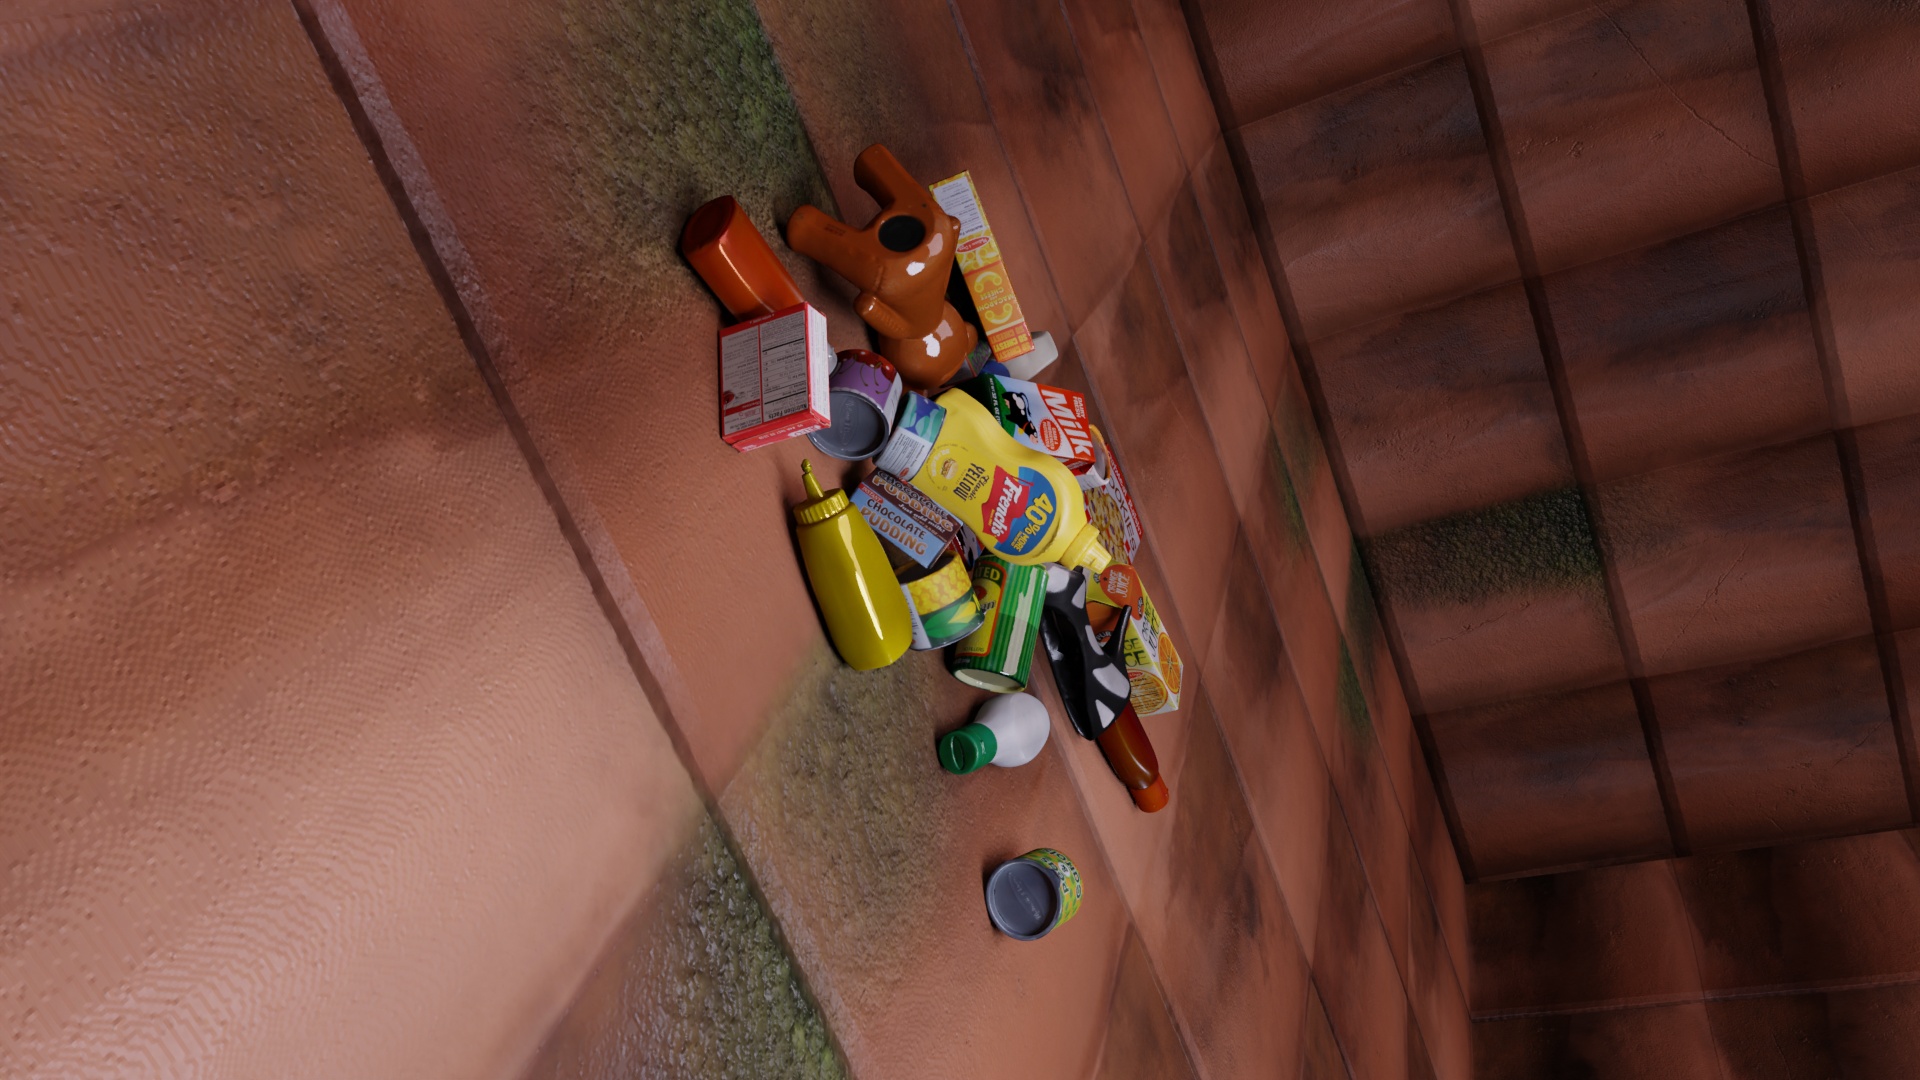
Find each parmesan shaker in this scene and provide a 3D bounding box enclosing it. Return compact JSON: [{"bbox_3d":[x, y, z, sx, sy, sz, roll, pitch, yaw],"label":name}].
[{"bbox_3d":[0.035,0.071,1.184,0.071,0.071,0.103,42,55,-51],"label":"parmesan shaker"}]

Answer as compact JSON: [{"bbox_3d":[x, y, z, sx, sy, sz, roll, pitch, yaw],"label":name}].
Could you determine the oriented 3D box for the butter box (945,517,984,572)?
[{"bbox_3d":[0.004,-0.016,1.251,0.053,0.024,0.104,67,26,-20],"label":"butter box"}]

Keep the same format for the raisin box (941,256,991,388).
[{"bbox_3d":[-0.014,-0.218,1.308,0.123,0.040,0.086,64,27,-22],"label":"raisin box"}]

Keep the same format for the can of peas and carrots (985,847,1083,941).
[{"bbox_3d":[0.064,0.289,1.147,0.059,0.071,0.071,6,71,-66],"label":"can of peas and carrots"}]

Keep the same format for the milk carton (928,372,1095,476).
[{"bbox_3d":[0.064,-0.102,1.314,0.191,0.073,0.072,3,72,-49],"label":"milk carton"}]

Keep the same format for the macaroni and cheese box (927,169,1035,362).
[{"bbox_3d":[0.019,-0.250,1.261,0.124,0.040,0.166,-87,155,-75],"label":"macaroni and cheese box"}]

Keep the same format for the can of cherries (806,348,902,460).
[{"bbox_3d":[-0.084,-0.105,1.062,0.071,0.071,0.059,58,29,-34],"label":"can of cherries"}]

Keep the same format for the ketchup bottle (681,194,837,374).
[{"bbox_3d":[-0.141,-0.174,1.002,0.148,0.043,0.065,53,29,-41],"label":"ketchup bottle"}]

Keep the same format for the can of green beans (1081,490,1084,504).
[{"bbox_3d":[0.090,-0.022,1.389,0.071,0.071,0.058,54,32,-40],"label":"can of green beans"}]

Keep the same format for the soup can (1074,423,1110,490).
[{"bbox_3d":[0.104,-0.082,1.433,0.071,0.083,0.071,44,38,-49],"label":"soup can"}]

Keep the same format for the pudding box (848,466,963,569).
[{"bbox_3d":[-0.044,-0.020,1.093,0.084,0.030,0.050,37,26,1],"label":"pudding box"}]

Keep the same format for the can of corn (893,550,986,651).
[{"bbox_3d":[-0.019,0.046,1.108,0.058,0.071,0.071,68,25,-14],"label":"can of corn"}]

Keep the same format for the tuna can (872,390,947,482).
[{"bbox_3d":[-0.040,-0.084,1.088,0.033,0.070,0.071,27,42,-13],"label":"tuna can"}]

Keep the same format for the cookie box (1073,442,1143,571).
[{"bbox_3d":[0.157,-0.021,1.566,0.122,0.040,0.168,66,25,-19],"label":"cookie box"}]

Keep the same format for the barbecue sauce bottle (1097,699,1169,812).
[{"bbox_3d":[0.180,0.225,1.472,0.148,0.043,0.065,62,27,-28],"label":"barbecue sauce bottle"}]

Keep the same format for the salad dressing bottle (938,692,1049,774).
[{"bbox_3d":[0.029,0.166,1.178,0.148,0.044,0.064,-6,84,-65],"label":"salad dressing bottle"}]

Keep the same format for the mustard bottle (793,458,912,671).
[{"bbox_3d":[-0.085,0.014,1.010,0.160,0.048,0.065,68,24,-13],"label":"mustard bottle"}]

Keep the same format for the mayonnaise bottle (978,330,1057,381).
[{"bbox_3d":[0.047,-0.172,1.390,0.041,0.064,0.149,67,29,-11],"label":"mayonnaise bottle"}]

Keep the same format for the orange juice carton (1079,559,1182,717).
[{"bbox_3d":[0.169,0.098,1.484,0.192,0.073,0.072,60,28,-30],"label":"orange juice carton"}]
